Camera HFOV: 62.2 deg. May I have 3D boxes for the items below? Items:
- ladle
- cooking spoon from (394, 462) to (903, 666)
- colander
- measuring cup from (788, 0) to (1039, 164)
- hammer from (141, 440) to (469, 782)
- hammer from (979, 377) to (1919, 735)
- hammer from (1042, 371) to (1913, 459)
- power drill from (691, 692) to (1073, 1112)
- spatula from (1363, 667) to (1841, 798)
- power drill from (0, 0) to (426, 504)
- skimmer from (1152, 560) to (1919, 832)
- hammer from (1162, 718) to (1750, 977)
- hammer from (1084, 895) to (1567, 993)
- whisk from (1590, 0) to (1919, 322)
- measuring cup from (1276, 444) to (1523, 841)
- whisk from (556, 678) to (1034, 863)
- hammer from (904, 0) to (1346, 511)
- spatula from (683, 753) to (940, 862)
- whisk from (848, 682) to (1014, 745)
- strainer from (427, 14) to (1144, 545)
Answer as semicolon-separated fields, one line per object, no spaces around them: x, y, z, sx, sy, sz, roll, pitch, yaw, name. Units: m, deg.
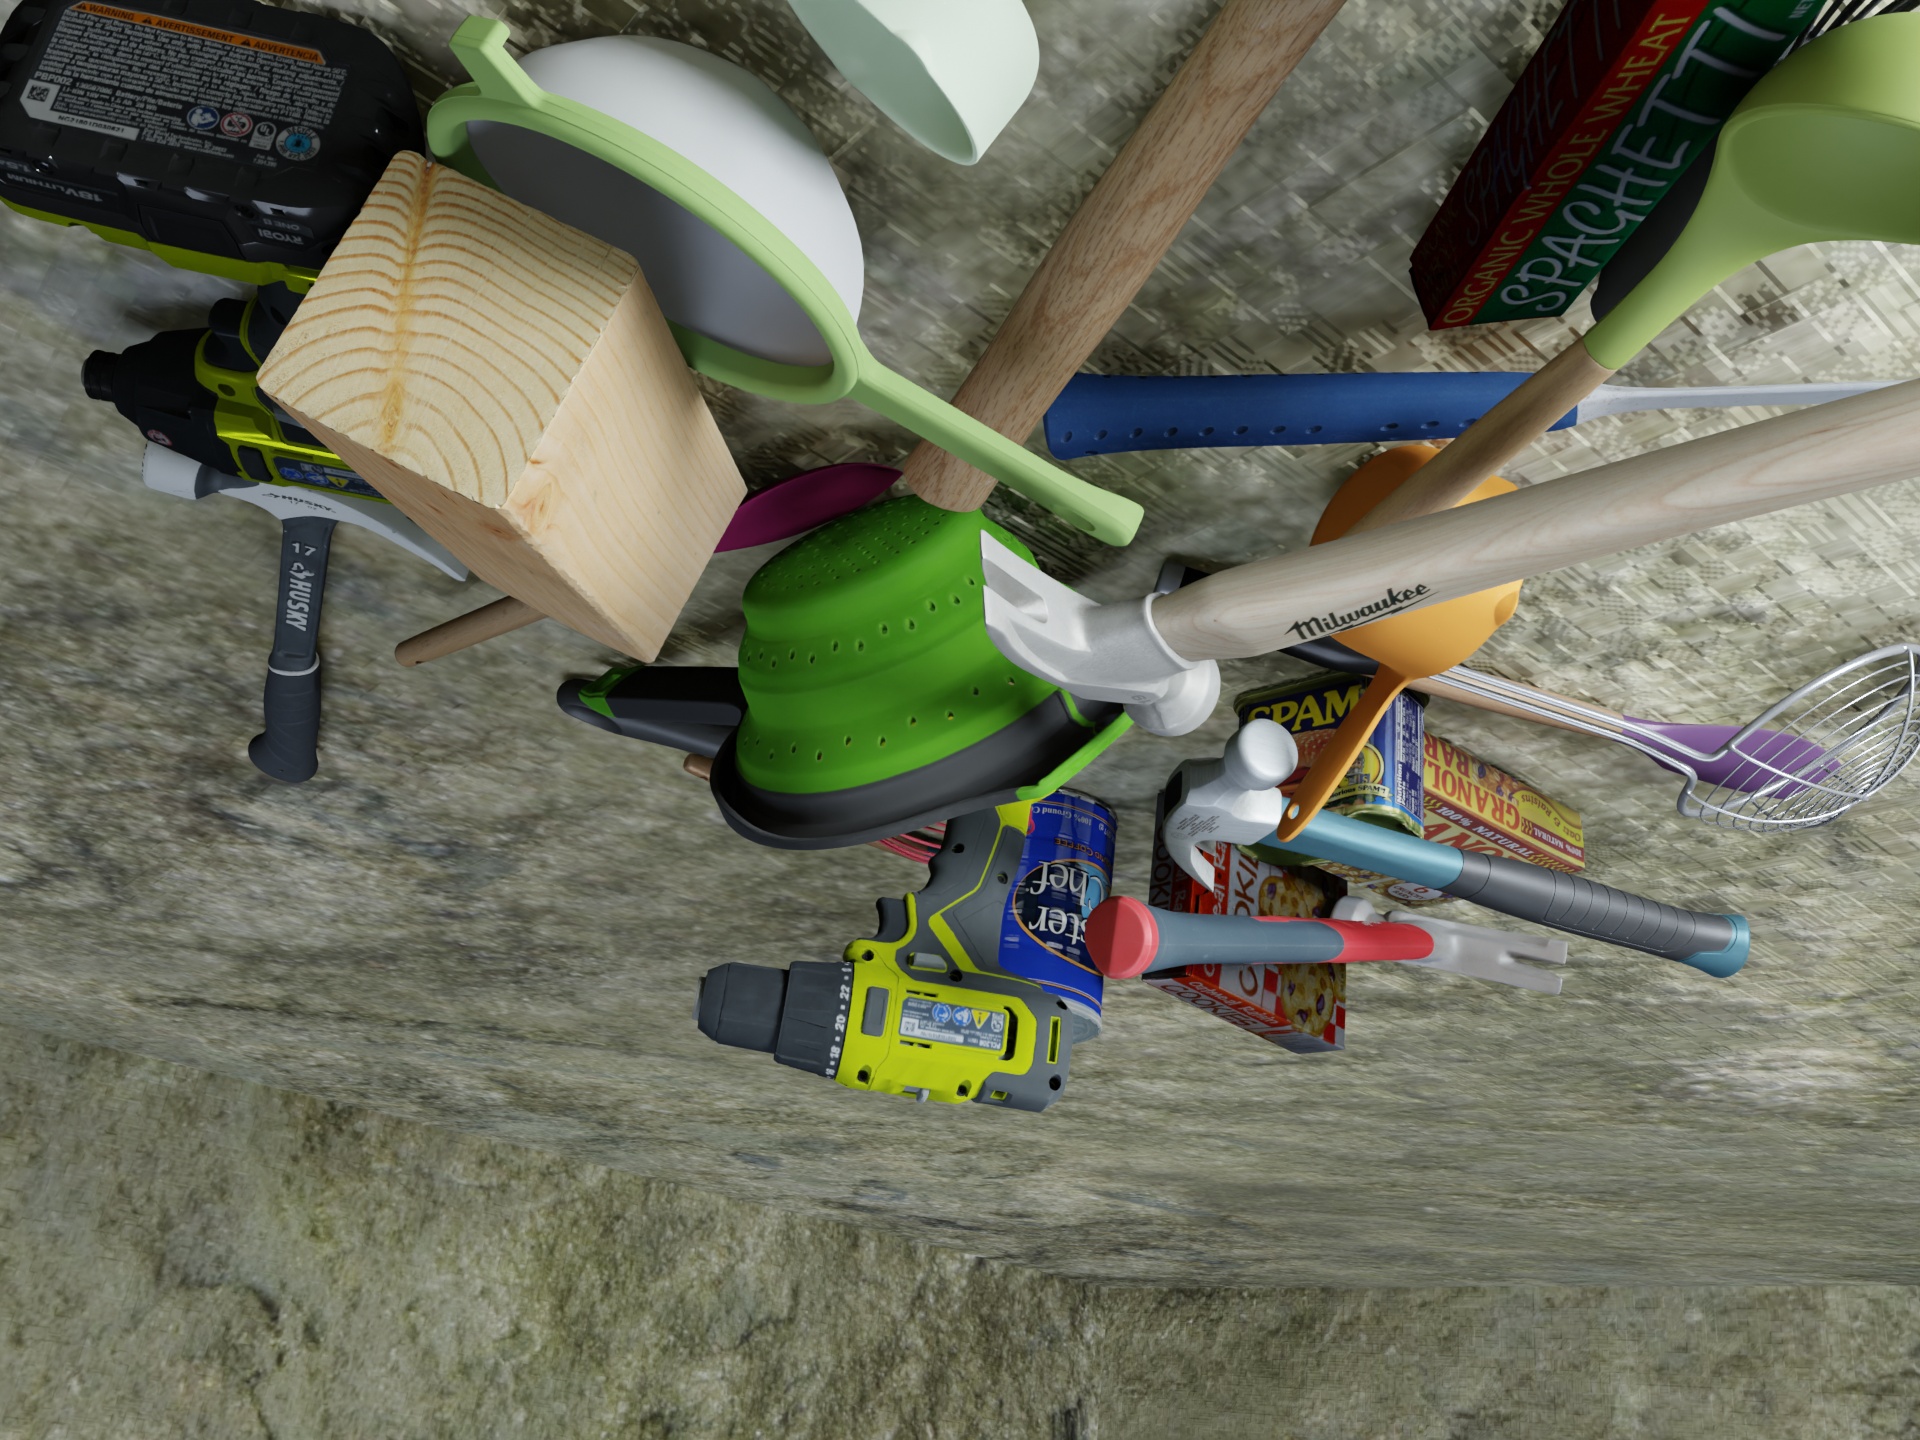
0.181;-0.090;0.495;0.078;0.062;0.320;21;149;-15;ladle
-0.165;-0.073;0.764;0.319;0.017;0.068;-16;173;30;cooking spoon
-0.085;-0.041;0.758;0.397;0.204;0.094;3;124;47;colander
-0.042;-0.225;0.428;0.167;0.038;0.083;43;-179;-23;measuring cup
-0.376;-0.041;0.911;0.149;0.036;0.409;15;154;-18;hammer
0.205;-0.068;0.459;0.410;0.038;0.146;-14;160;28;hammer
0.226;-0.113;0.552;0.405;0.035;0.144;2;180;20;hammer
-0.031;0.085;0.848;0.190;0.229;0.080;11;154;-6;power drill
0.314;-0.004;0.813;0.315;0.018;0.059;13;149;-14;spatula
-0.265;-0.158;0.592;0.171;0.080;0.223;10;157;-6;power drill
0.272;-0.031;0.754;0.363;0.090;0.127;18;143;3;skimmer
0.250;0.076;0.779;0.331;0.033;0.128;16;152;-16;hammer
0.196;0.119;0.840;0.143;0.038;0.386;8;178;37;hammer
0.232;-0.180;0.438;0.055;0.055;0.238;8;158;-1;whisk
0.159;-0.031;0.648;0.052;0.173;0.095;25;-166;-21;measuring cup
-0.097;0.026;0.951;0.296;0.073;0.073;17;154;-4;whisk
0.057;-0.167;0.498;0.130;0.031;0.331;19;147;-17;hammer
-0.048;0.091;1.083;0.317;0.044;0.082;24;154;-28;spatula
-0.001;-0.003;0.805;0.245;0.051;0.047;-18;162;2;whisk
-0.040;-0.145;0.515;0.256;0.069;0.151;28;171;-13;strainer
